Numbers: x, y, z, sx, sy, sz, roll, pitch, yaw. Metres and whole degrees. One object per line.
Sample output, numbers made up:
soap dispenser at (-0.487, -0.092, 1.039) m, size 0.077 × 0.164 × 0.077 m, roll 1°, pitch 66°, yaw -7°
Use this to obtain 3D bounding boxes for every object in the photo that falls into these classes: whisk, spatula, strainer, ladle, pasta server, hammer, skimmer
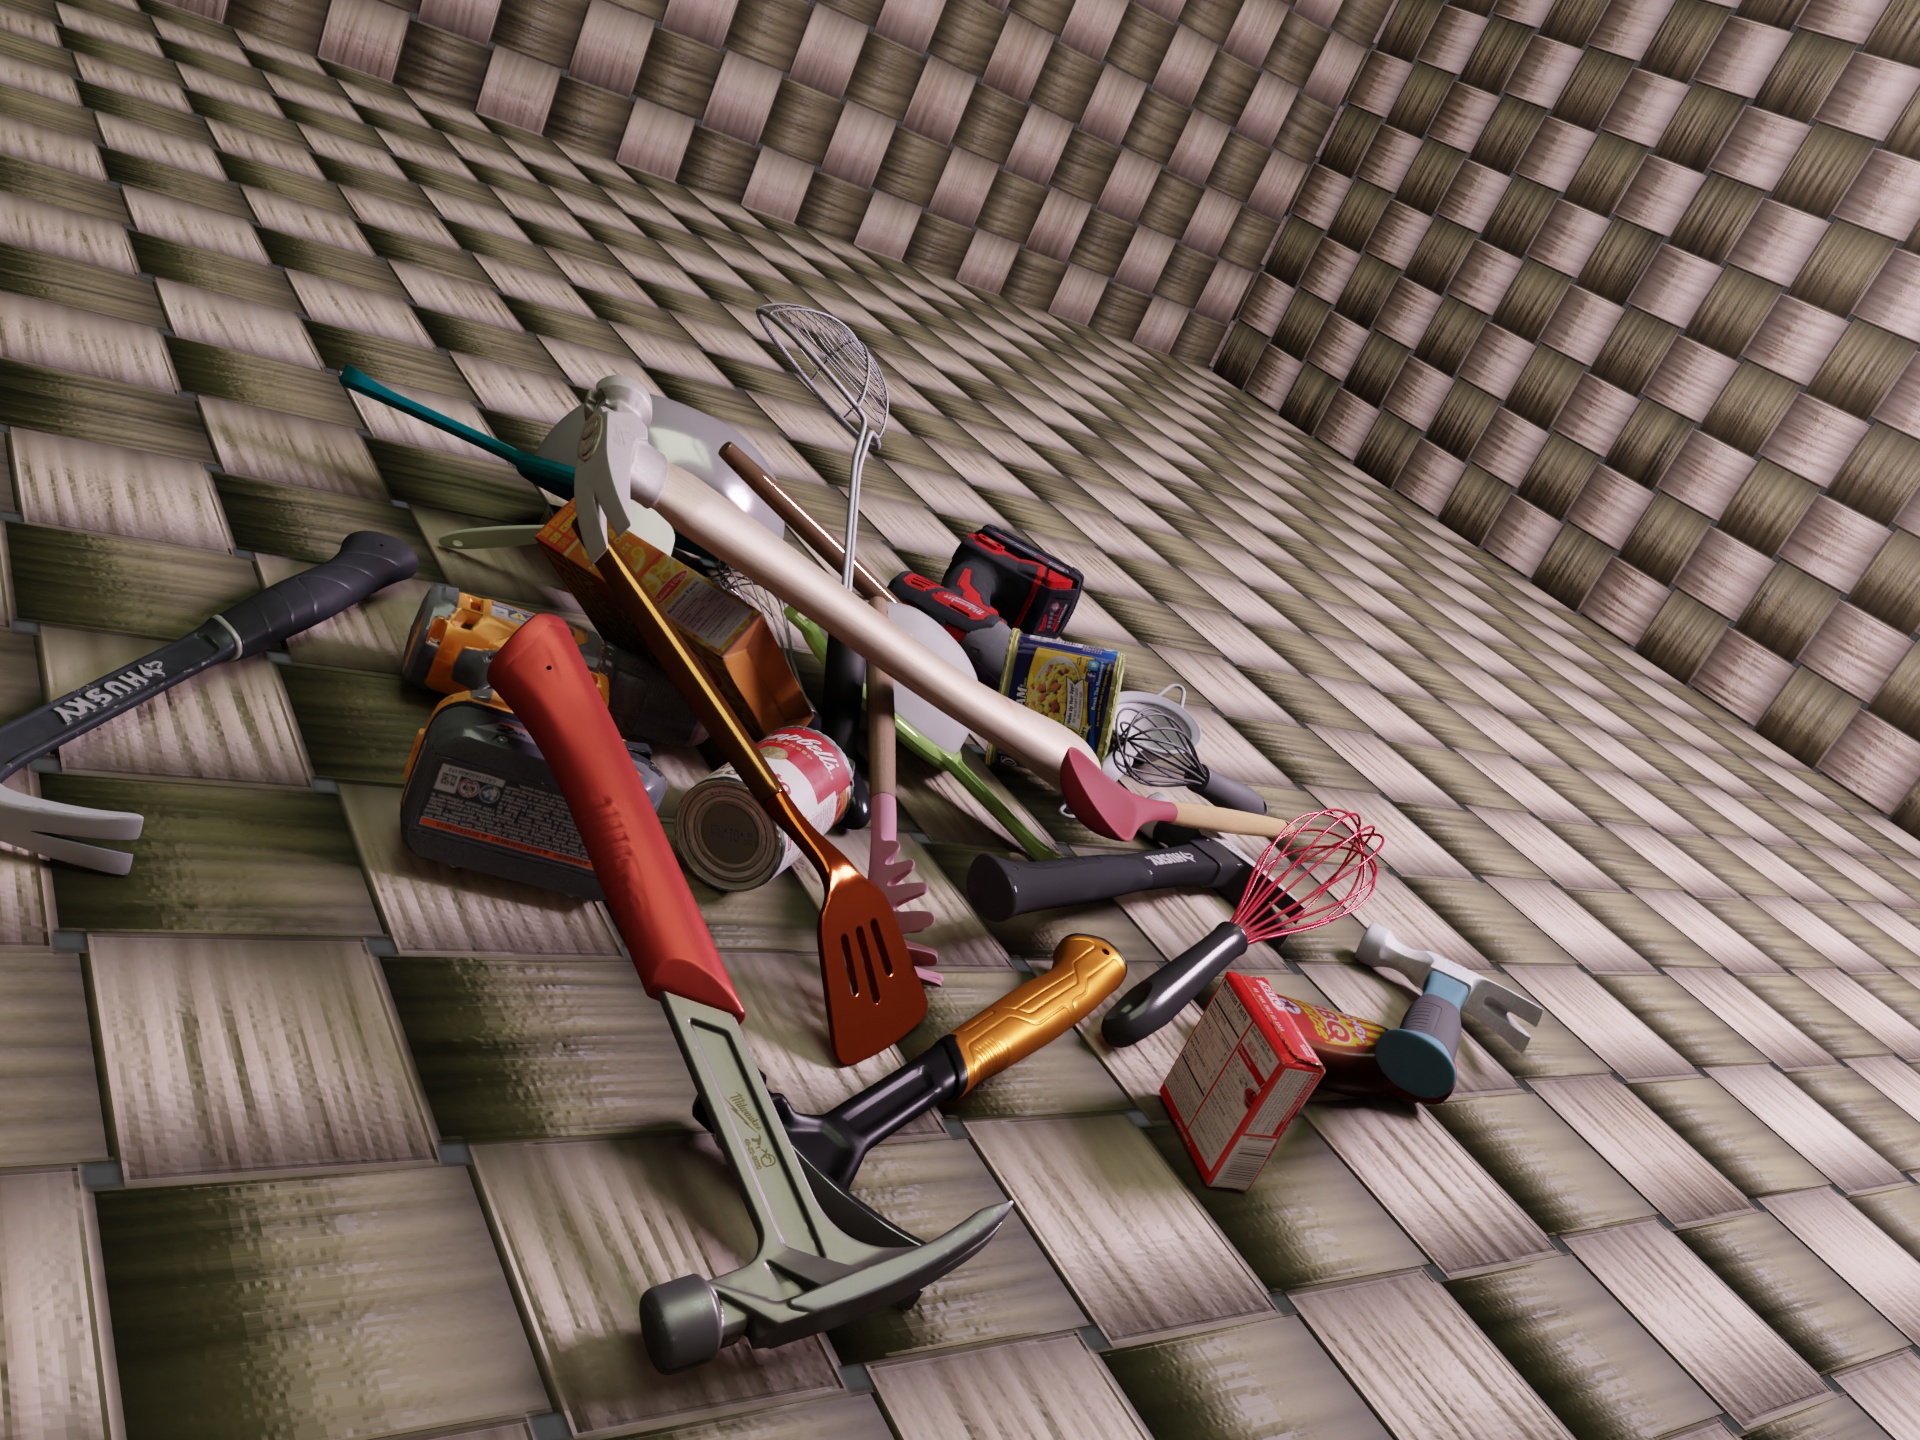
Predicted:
whisk at (-0.118, -0.023, 1.079) m, size 0.070 × 0.070 × 0.285 m, roll 9°, pitch 32°, yaw -37°
spatula at (-0.116, 0.026, 0.828) m, size 0.323 × 0.041 × 0.081 m, roll 54°, pitch 33°, yaw 10°
strainer at (-0.269, -0.210, 1.162) m, size 0.340 × 0.095 × 0.211 m, roll 24°, pitch -3°, yaw -21°
ladle at (0.159, 0.065, 1.112) m, size 0.315 × 0.031 × 0.069 m, roll 12°, pitch 47°, yaw -51°
pasta server at (-0.040, 0.028, 0.961) m, size 0.040 × 0.060 × 0.317 m, roll -6°, pitch 43°, yaw 1°
hammer at (0.109, 0.102, 1.026) m, size 0.146 × 0.035 × 0.334 m, roll 38°, pitch 18°, yaw 27°
whisk at (0.180, 0.127, 0.993) m, size 0.073 × 0.073 × 0.296 m, roll 37°, pitch 42°, yaw 25°
strainer at (-0.002, -0.004, 1.098) m, size 0.256 × 0.069 × 0.151 m, roll 45°, pitch 7°, yaw 21°
spatula at (-0.063, -0.094, 1.164) m, size 0.060 × 0.018 × 0.315 m, roll -7°, pitch -40°, yaw 46°
hammer at (-0.393, -0.037, 0.836) m, size 0.149 × 0.036 × 0.409 m, roll 27°, pitch 22°, yaw -1°
hammer at (0.012, 0.173, 0.803) m, size 0.127 × 0.034 × 0.337 m, roll 38°, pitch 23°, yaw 18°
skimmer at (-0.100, -0.124, 1.066) m, size 0.127 × 0.090 × 0.364 m, roll 52°, pitch 35°, yaw -58°
strainer at (0.126, 0.030, 1.247) m, size 0.087 × 0.050 × 0.258 m, roll 26°, pitch 27°, yaw 16°
hammer at (-0.119, 0.090, 0.690) m, size 0.149 × 0.036 × 0.359 m, roll -11°, pitch 54°, yaw -29°
whisk at (0.179, 0.041, 1.211) m, size 0.055 × 0.055 × 0.238 m, roll 44°, pitch 10°, yaw 37°
hammer at (-0.056, -0.048, 0.956) m, size 0.410 × 0.038 × 0.146 m, roll 34°, pitch 27°, yaw -33°
hammer at (0.294, 0.183, 0.987) m, size 0.128 × 0.033 × 0.331 m, roll 25°, pitch 8°, yaw 18°

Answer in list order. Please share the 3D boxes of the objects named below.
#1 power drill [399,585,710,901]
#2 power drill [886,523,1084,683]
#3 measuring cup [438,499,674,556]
power drill at (-0.214, 0.009, 0.877) m, size 0.185 × 0.084 × 0.226 m, roll 18°, pitch 19°, yaw -23°
power drill at (0.026, -0.091, 1.364) m, size 0.143 × 0.078 × 0.220 m, roll 29°, pitch 25°, yaw 8°
measuring cup at (-0.279, -0.114, 1.083) m, size 0.167 × 0.083 × 0.038 m, roll -2°, pitch 60°, yaw 8°
